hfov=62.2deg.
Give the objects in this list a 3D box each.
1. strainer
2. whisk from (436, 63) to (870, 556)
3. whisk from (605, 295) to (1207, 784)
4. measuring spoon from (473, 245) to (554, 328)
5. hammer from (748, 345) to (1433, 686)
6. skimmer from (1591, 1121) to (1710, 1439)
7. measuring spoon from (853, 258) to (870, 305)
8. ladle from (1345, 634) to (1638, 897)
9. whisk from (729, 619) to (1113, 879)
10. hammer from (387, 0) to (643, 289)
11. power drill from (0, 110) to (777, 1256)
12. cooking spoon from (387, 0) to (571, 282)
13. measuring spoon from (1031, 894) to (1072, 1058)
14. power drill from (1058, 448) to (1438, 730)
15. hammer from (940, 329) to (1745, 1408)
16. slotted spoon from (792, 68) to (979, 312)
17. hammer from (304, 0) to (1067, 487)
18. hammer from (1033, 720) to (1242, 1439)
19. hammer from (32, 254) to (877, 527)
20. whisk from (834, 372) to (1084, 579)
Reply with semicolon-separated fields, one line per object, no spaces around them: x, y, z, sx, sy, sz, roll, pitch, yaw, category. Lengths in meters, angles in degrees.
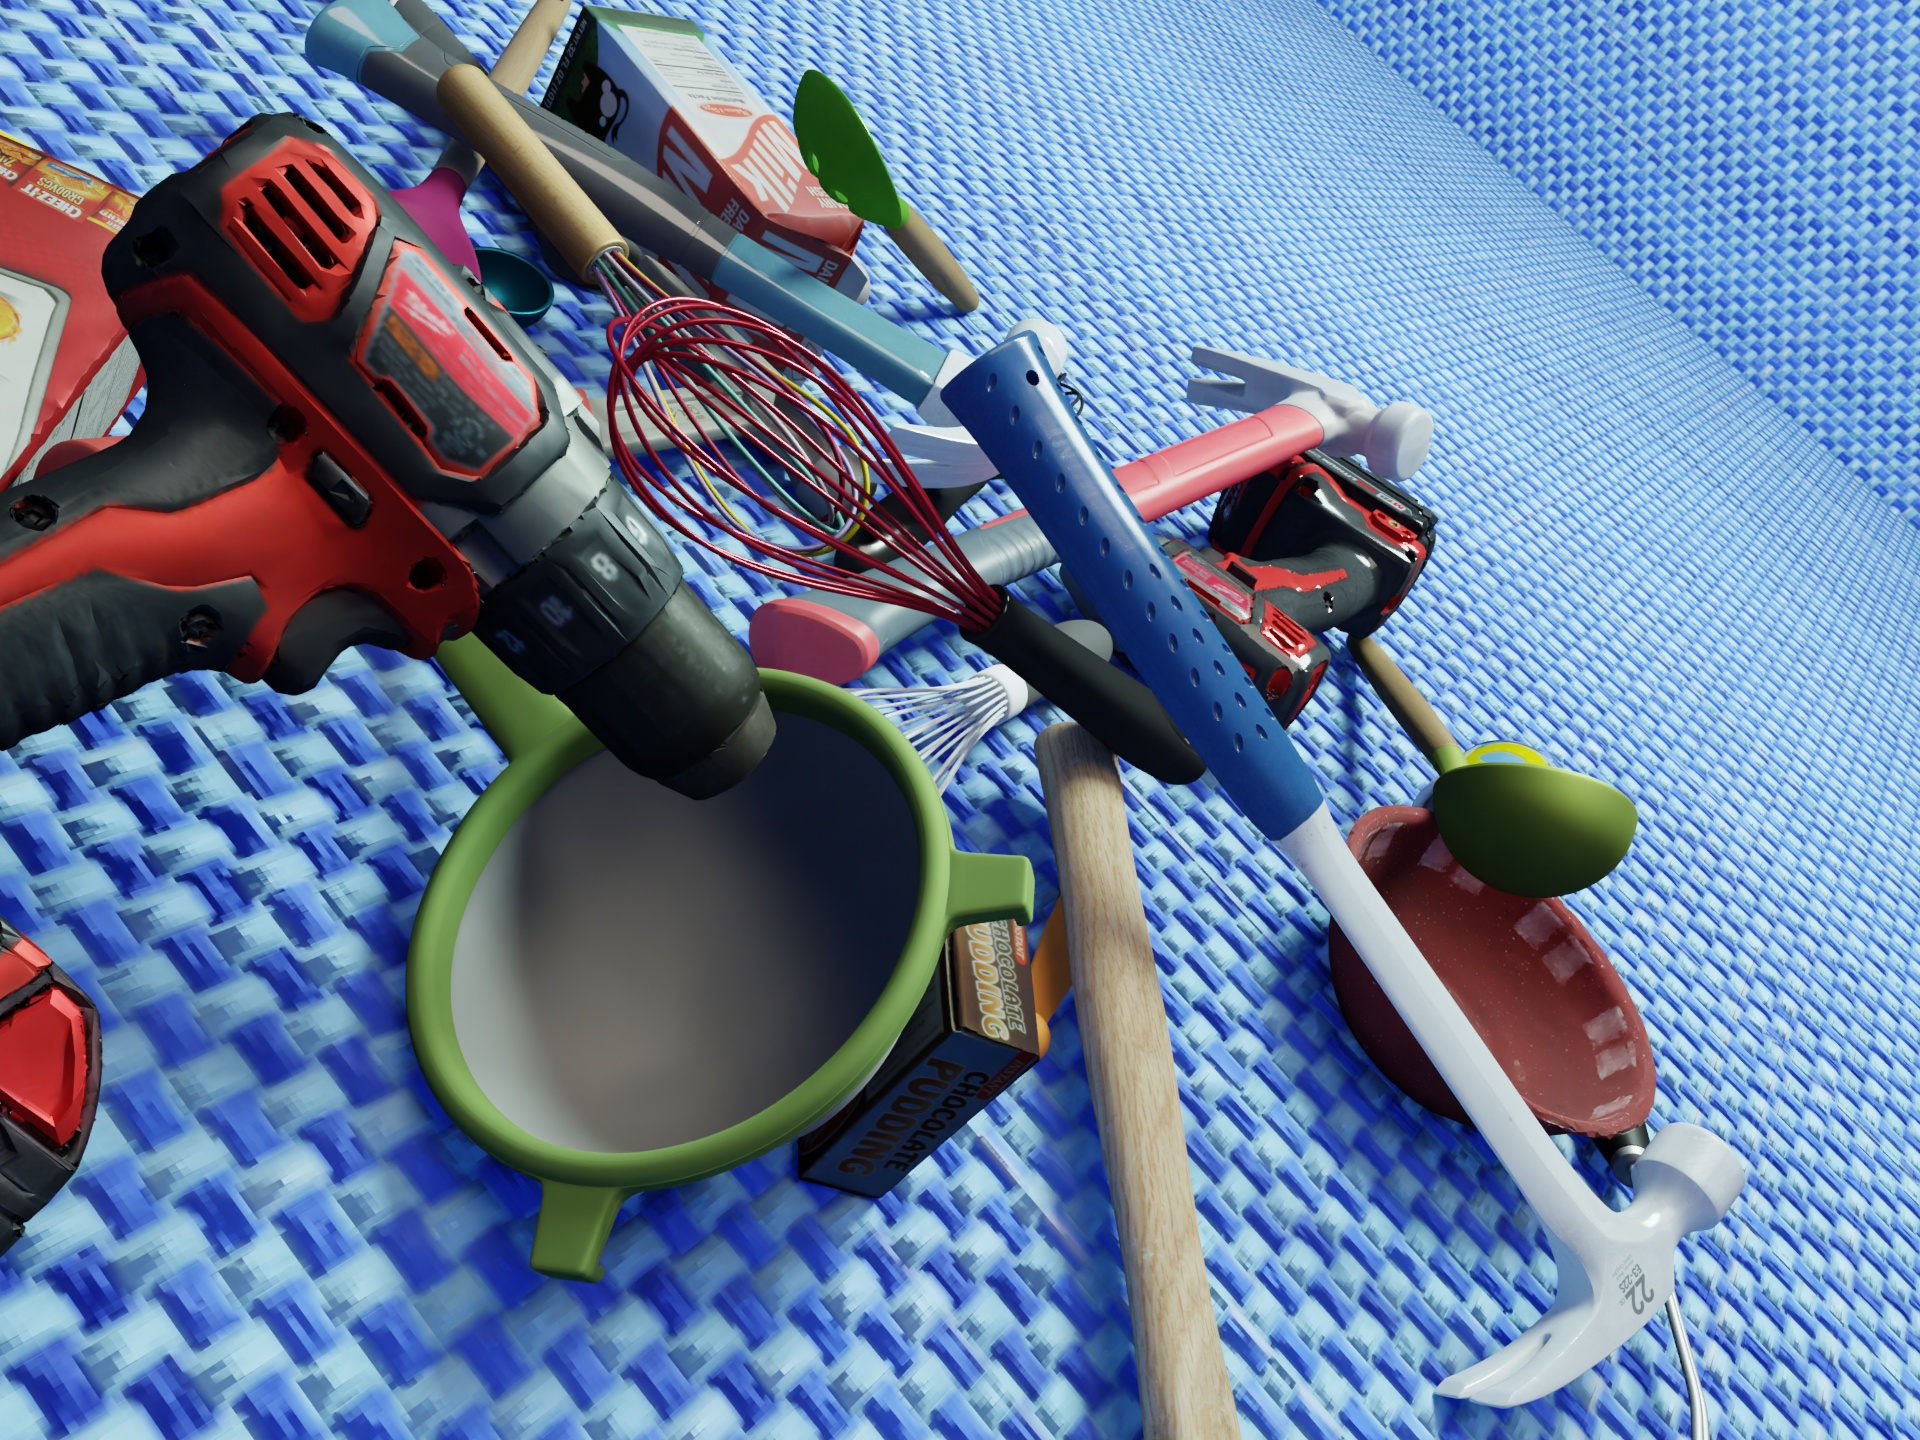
-0.099;0.035;0.468;0.257;0.151;0.069;43;-14;37;strainer
-0.116;-0.156;0.590;0.245;0.047;0.051;50;28;11;whisk
-0.005;-0.046;0.552;0.295;0.073;0.073;33;31;-36;whisk
-0.214;-0.155;0.625;0.042;0.021;0.128;42;43;8;measuring spoon
0.053;-0.101;0.717;0.143;0.038;0.386;28;40;36;hammer
0.302;0.214;0.608;0.364;0.090;0.127;-78;147;-56;skimmer
-0.100;-0.260;0.843;0.124;0.018;0.034;29;36;-12;measuring spoon
0.227;-0.002;0.749;0.078;0.062;0.320;18;19;-6;ladle
-0.001;-0.003;0.610;0.070;0.070;0.284;45;30;9;whisk
-0.279;-0.353;0.772;0.409;0.036;0.149;51;35;16;hammer
-0.155;0.003;0.344;0.187;0.080;0.227;50;59;-24;power drill
-0.209;-0.239;0.672;0.068;0.017;0.319;26;43;-21;cooking spoon
0.039;0.083;0.583;0.021;0.011;0.117;38;34;-1;measuring spoon
0.143;-0.076;0.802;0.143;0.078;0.219;36;37;16;power drill
0.119;0.046;0.550;0.144;0.035;0.405;-36;93;-28;hammer
-0.025;-0.238;0.775;0.070;0.031;0.313;54;10;5;slotted spoon
-0.110;-0.202;0.665;0.331;0.033;0.128;29;46;-9;hammer
0.060;0.127;0.519;0.130;0.031;0.332;26;37;-28;hammer
-0.159;-0.104;0.555;0.149;0.036;0.359;44;26;7;hammer
0.000;-0.120;0.754;0.055;0.055;0.239;40;39;1;whisk
